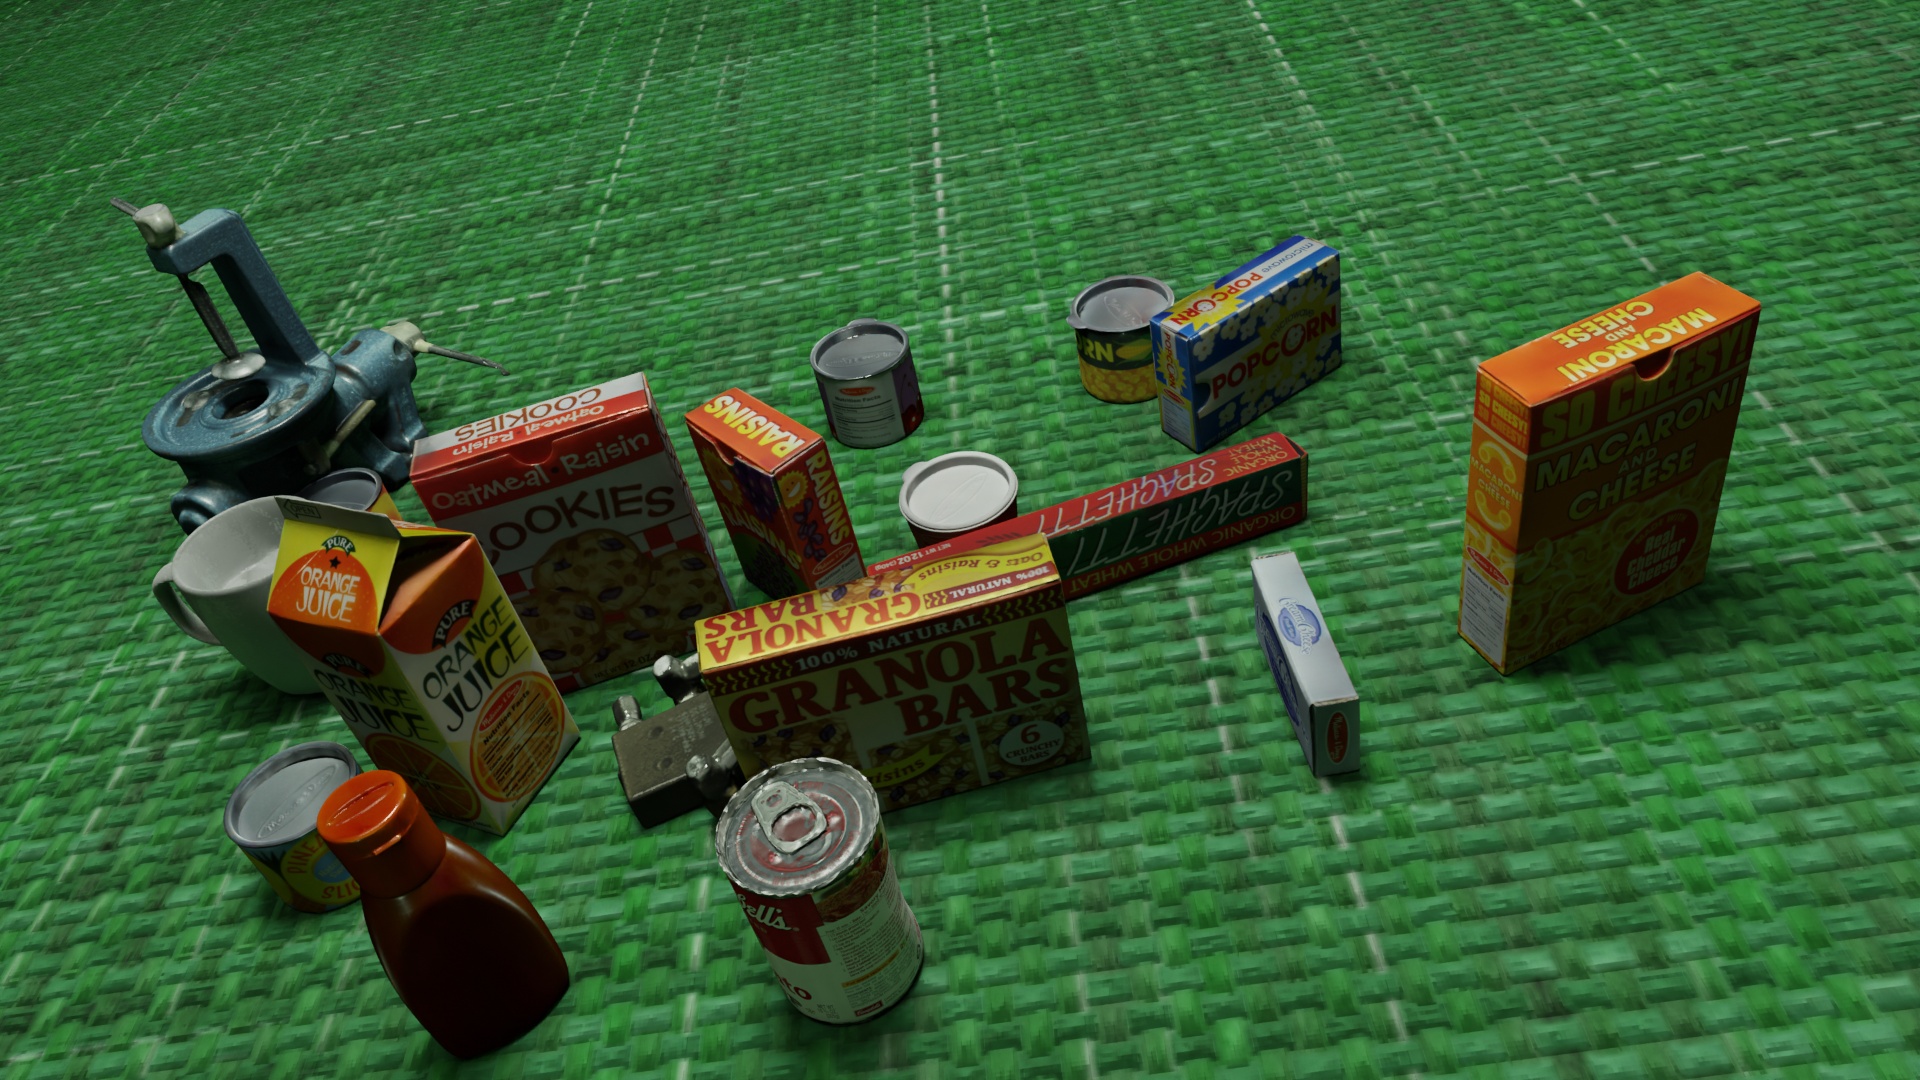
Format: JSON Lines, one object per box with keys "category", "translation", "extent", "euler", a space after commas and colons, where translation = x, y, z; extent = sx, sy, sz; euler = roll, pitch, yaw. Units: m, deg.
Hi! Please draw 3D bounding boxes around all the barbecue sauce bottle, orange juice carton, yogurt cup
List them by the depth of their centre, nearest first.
{"category": "barbecue sauce bottle", "translation": [-0.222, 0.158, 0.592], "extent": [0.065, 0.147, 0.044], "euler": [-34, 44, -22]}
{"category": "orange juice carton", "translation": [-0.269, 0.054, 0.690], "extent": [0.072, 0.191, 0.073], "euler": [9, 45, 24]}
{"category": "yogurt cup", "translation": [0.003, -0.010, 0.798], "extent": [0.072, 0.053, 0.073], "euler": [-8, 40, 7]}

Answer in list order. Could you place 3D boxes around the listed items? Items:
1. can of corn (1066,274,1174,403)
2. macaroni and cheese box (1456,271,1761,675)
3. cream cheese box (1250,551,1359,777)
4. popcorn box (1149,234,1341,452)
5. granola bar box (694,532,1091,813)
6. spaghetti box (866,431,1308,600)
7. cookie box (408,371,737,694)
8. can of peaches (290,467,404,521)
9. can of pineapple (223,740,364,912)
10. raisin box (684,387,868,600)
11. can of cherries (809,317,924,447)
{"category": "can of corn", "translation": [0.106, -0.130, 0.906], "extent": [0.071, 0.058, 0.071], "euler": [-8, 40, 7]}
{"category": "macaroni and cheese box", "translation": [0.300, -0.027, 0.651], "extent": [0.124, 0.165, 0.040], "euler": [-23, 41, -11]}
{"category": "cream cheese box", "translation": [0.167, 0.059, 0.675], "extent": [0.024, 0.053, 0.104], "euler": [-12, 40, 2]}
{"category": "popcorn box", "translation": [0.178, -0.122, 0.857], "extent": [0.127, 0.084, 0.038], "euler": [-31, 43, -20]}
{"category": "granola bar box", "translation": [-0.027, 0.072, 0.657], "extent": [0.166, 0.123, 0.039], "euler": [-15, 40, -2]}
{"category": "spaghetti box", "translation": [0.073, 0.001, 0.769], "extent": [0.250, 0.050, 0.029], "euler": [-18, 40, -6]}
{"category": "cookie box", "translation": [-0.202, 0.002, 0.752], "extent": [0.123, 0.166, 0.040], "euler": [-18, 40, -6]}
{"category": "can of peaches", "translation": [-0.394, -0.003, 0.894], "extent": [0.071, 0.057, 0.071], "euler": [-8, 40, 7]}
{"category": "can of pineapple", "translation": [-0.325, 0.146, 0.704], "extent": [0.071, 0.057, 0.071], "euler": [-8, 40, 7]}
{"category": "raisin box", "translation": [-0.101, -0.016, 0.779], "extent": [0.040, 0.122, 0.086], "euler": [-36, 45, -25]}
{"category": "can of cherries", "translation": [-0.060, -0.105, 0.921], "extent": [0.071, 0.058, 0.072], "euler": [-8, 40, 7]}
